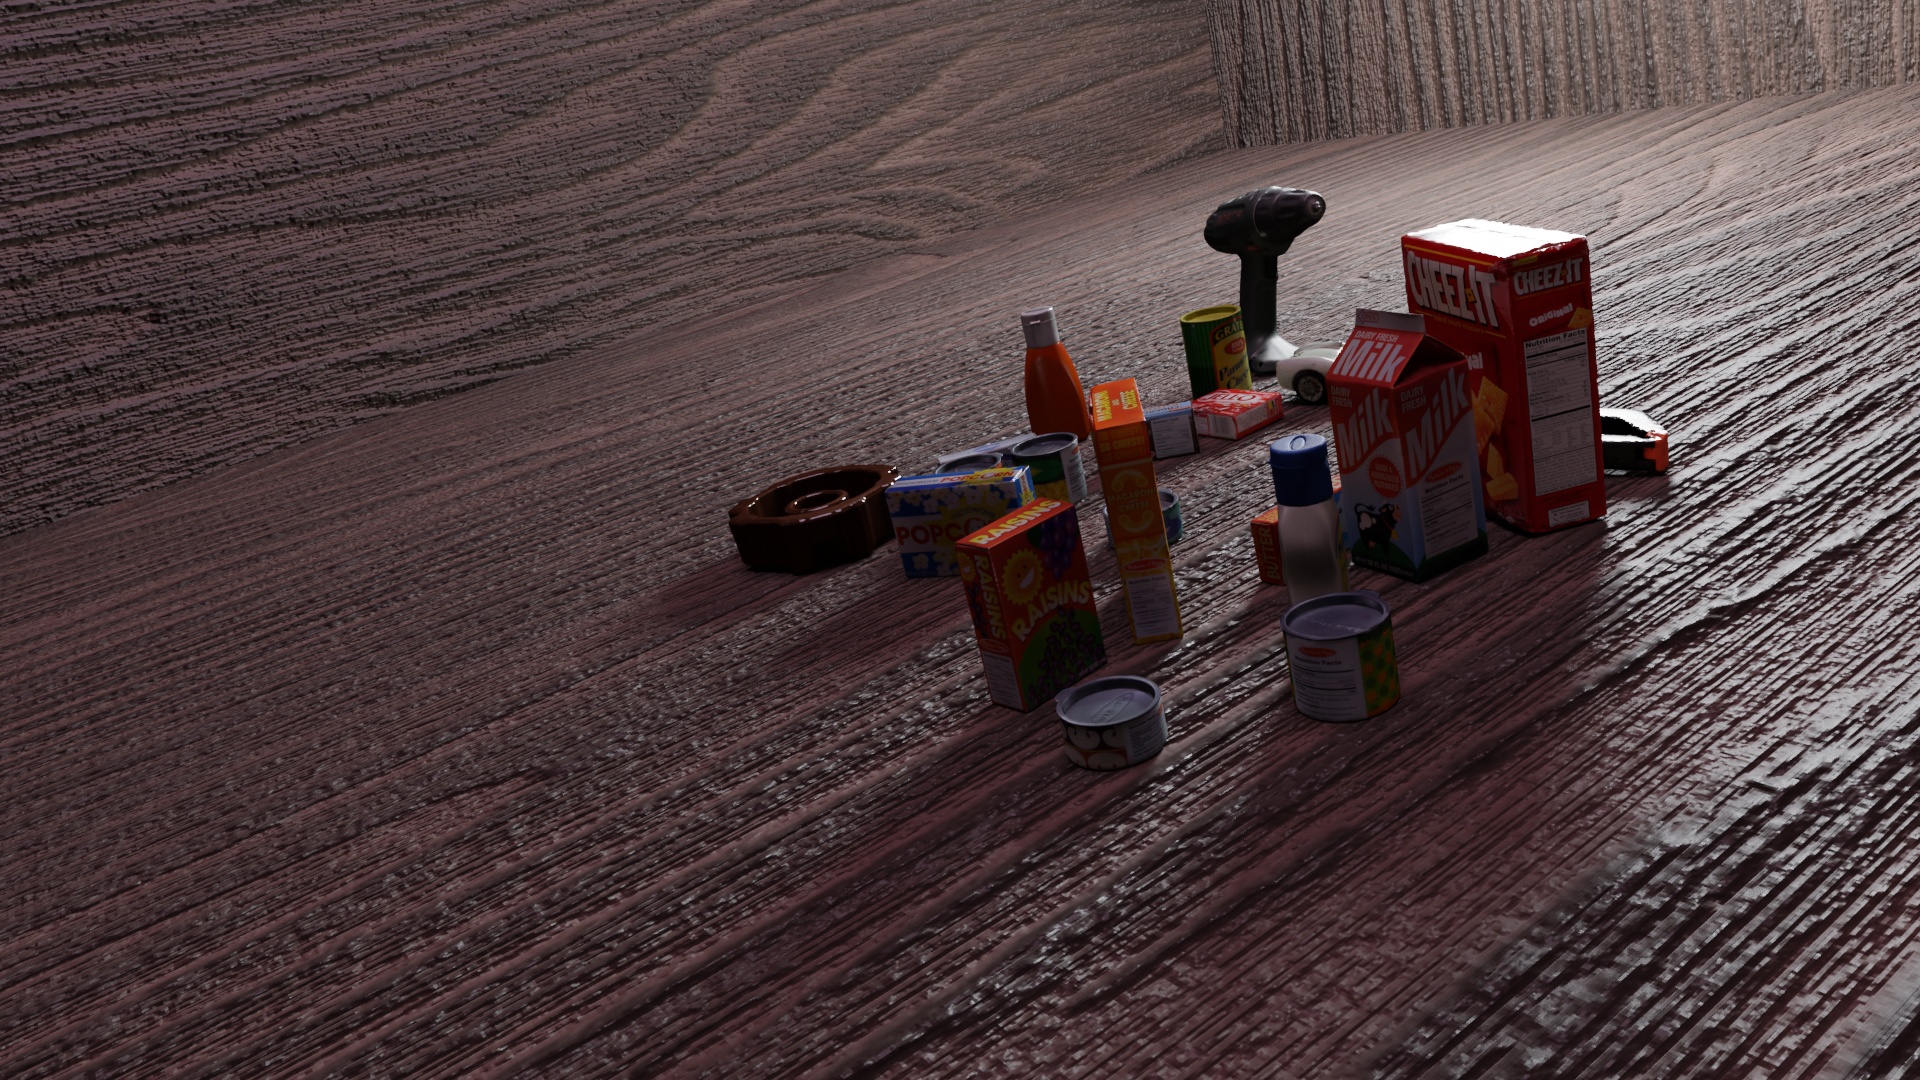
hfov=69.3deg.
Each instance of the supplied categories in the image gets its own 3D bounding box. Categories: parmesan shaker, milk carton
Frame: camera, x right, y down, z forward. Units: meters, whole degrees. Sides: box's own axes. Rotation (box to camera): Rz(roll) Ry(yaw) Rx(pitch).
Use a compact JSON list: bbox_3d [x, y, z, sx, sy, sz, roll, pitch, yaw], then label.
[{"bbox_3d":[0.282,-0.199,1.517,0.071,0.102,0.071,-12,19,4],"label":"parmesan shaker"},{"bbox_3d":[0.322,-0.074,1.009,0.074,0.190,0.072,-21,20,-21],"label":"milk carton"}]

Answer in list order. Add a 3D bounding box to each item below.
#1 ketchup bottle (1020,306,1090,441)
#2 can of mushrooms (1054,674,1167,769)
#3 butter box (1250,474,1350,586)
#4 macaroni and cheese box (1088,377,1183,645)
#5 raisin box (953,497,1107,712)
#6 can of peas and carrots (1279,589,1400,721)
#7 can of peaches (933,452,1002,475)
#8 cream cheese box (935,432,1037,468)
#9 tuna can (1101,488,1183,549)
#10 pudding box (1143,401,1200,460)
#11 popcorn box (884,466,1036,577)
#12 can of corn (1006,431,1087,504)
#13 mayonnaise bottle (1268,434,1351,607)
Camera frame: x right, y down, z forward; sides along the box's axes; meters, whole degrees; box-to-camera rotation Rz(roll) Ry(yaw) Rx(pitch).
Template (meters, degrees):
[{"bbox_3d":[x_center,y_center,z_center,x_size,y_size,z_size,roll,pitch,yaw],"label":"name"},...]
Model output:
[{"bbox_3d":[0.098,-0.178,1.510,0.064,0.148,0.044,-8,20,16],"label":"ketchup bottle"},{"bbox_3d":[0.094,0.113,0.872,0.071,0.033,0.071,-12,19,4],"label":"can of mushrooms"},{"bbox_3d":[0.269,-0.009,1.069,0.104,0.053,0.024,-25,22,-30],"label":"butter box"},{"bbox_3d":[0.129,-0.024,1.032,0.040,0.166,0.124,-11,19,7],"label":"macaroni and cheese box"},{"bbox_3d":[0.050,0.043,0.960,0.086,0.123,0.040,-27,23,-34],"label":"raisin box"},{"bbox_3d":[0.237,0.070,0.860,0.071,0.058,0.071,-12,19,4],"label":"can of peas and carrots"},{"bbox_3d":[0.014,-0.046,1.332,0.071,0.058,0.071,-12,19,4],"label":"can of peaches"},{"bbox_3d":[0.031,-0.069,1.392,0.104,0.053,0.024,-14,19,-4],"label":"cream cheese box"},{"bbox_3d":[0.159,-0.018,1.197,0.071,0.032,0.071,-12,19,4],"label":"tuna can"},{"bbox_3d":[0.196,-0.108,1.399,0.084,0.049,0.030,-10,19,10],"label":"pudding box"},{"bbox_3d":[0.004,-0.015,1.212,0.126,0.085,0.038,-4,21,25],"label":"popcorn box"},{"bbox_3d":[0.084,-0.067,1.344,0.071,0.058,0.071,-12,19,4],"label":"can of corn"},{"bbox_3d":[0.231,0.005,0.910,0.041,0.147,0.065,-6,20,22],"label":"mayonnaise bottle"}]
